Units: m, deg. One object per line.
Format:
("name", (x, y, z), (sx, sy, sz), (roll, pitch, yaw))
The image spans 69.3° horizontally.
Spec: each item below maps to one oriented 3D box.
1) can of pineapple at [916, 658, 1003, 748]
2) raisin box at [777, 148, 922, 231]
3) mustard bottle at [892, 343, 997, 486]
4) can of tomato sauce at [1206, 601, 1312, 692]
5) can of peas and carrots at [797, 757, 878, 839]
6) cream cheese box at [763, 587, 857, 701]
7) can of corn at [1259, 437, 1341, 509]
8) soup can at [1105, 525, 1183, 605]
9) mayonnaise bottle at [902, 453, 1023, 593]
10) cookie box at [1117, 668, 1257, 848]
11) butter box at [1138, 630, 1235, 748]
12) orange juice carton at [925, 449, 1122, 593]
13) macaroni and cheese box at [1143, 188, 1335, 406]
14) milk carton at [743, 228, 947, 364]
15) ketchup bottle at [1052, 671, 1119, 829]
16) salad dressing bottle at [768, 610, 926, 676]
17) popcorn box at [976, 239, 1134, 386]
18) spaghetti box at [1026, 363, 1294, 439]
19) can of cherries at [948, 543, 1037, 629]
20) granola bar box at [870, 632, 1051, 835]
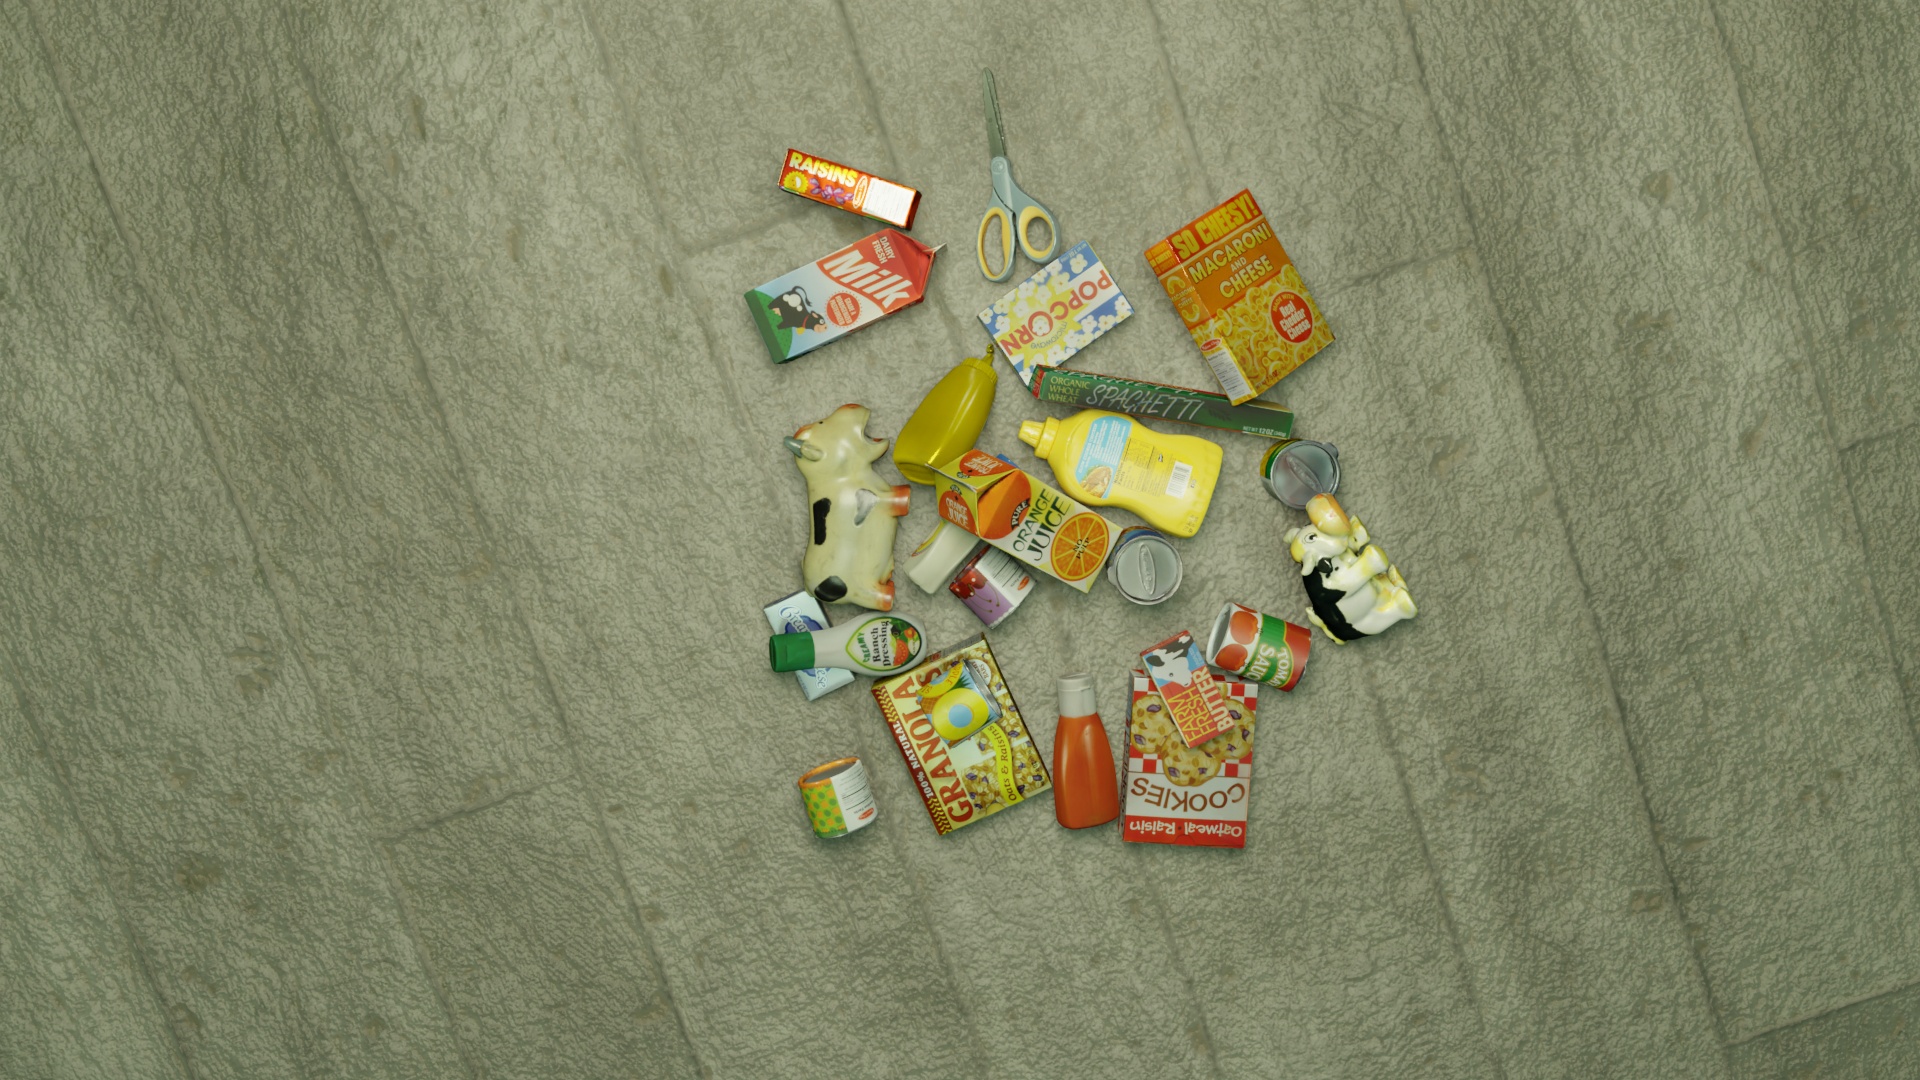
("can of pineapple", (-0.002, 0.153, 1.317), (0.058, 0.071, 0.071), (-33, 96, 3))
("raisin box", (-0.102, -0.325, 1.290), (0.123, 0.086, 0.040), (18, 102, -2))
("mustard bottle", (-0.003, -0.124, 1.315), (0.065, 0.048, 0.161), (12, 60, 36))
("can of tomato sauce", (0.289, 0.104, 1.349), (0.083, 0.071, 0.071), (20, 97, -2))
("can of peas and carrots", (-0.123, 0.254, 1.370), (0.071, 0.071, 0.058), (-18, 96, 2))
("cream cheese box", (-0.148, 0.101, 1.372), (0.053, 0.024, 0.103), (-26, 96, 2))
("can of corn", (0.327, -0.067, 1.335), (0.071, 0.058, 0.071), (0, 97, 0))
("soup can", (0.172, 0.023, 1.333), (0.071, 0.084, 0.071), (0, 97, 0))
("mayonnaise bottle", (0.005, -0.017, 1.341), (0.041, 0.065, 0.148), (39, 91, -9))
("cookie box", (0.224, 0.217, 1.377), (0.123, 0.040, 0.167), (3, 96, -1))
("butter box", (0.219, 0.143, 1.337), (0.053, 0.024, 0.103), (-27, 94, 2))
("orange juice carton", (0.053, -0.025, 1.283), (0.192, 0.072, 0.073), (27, 92, -38))
("macaroni and cheese box", (0.261, -0.228, 1.297), (0.124, 0.040, 0.166), (-35, 96, -29))
("milk carton", (-0.099, -0.237, 1.308), (0.190, 0.072, 0.073), (-24, 96, 3))
("ketchup bottle", (0.120, 0.206, 1.371), (0.065, 0.043, 0.148), (-9, 97, -27))
("salad dressing bottle", (-0.109, 0.102, 1.340), (0.148, 0.044, 0.064), (-5, 90, -18))
("popcorn box", (0.090, -0.217, 1.327), (0.126, 0.038, 0.085), (-35, 97, 4))
("spaghetti box", (0.190, -0.131, 1.311), (0.250, 0.050, 0.028), (8, 105, -10))
("can of cherries", (0.029, 0.044, 1.345), (0.058, 0.071, 0.071), (43, 95, -5))
("granola bar box", (0.001, 0.192, 1.375), (0.124, 0.039, 0.165), (-24, 96, 3))
